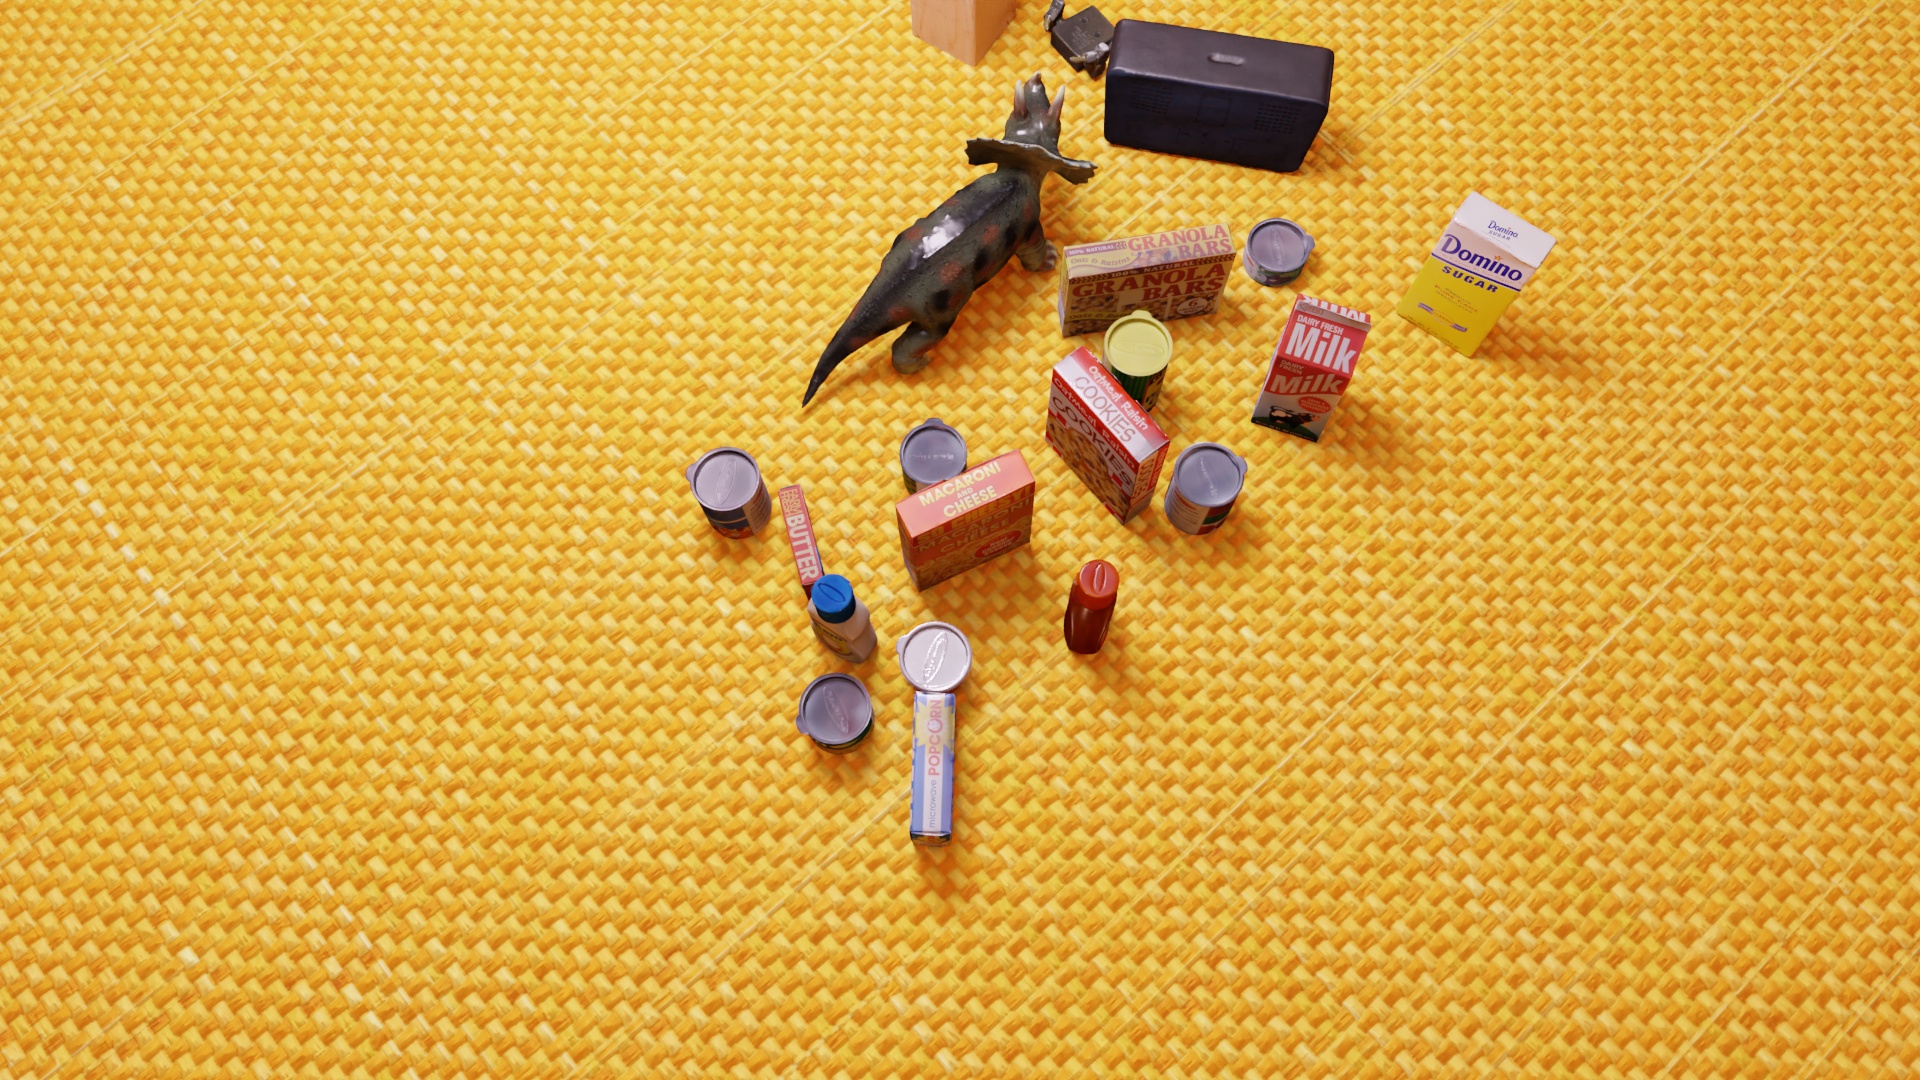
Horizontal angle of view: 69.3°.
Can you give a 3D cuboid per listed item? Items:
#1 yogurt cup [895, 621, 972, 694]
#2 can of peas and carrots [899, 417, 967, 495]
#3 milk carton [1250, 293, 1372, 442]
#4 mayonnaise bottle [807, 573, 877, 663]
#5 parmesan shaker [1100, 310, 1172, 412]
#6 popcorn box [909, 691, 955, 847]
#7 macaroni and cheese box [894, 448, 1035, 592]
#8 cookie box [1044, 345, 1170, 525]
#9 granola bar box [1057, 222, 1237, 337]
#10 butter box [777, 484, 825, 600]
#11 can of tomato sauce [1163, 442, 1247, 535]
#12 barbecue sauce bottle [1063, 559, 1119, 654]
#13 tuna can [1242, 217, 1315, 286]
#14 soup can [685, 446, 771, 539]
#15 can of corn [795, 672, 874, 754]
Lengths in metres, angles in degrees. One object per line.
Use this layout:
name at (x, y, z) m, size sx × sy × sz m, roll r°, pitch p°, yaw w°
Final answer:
yogurt cup at (-0.023, 0.115, 1.302) m, size 0.072 × 0.053 × 0.072 m, roll 0°, pitch 70°, yaw 1°
can of peas and carrots at (-0.026, -0.077, 1.369) m, size 0.071 × 0.058 × 0.071 m, roll 0°, pitch 70°, yaw 1°
milk carton at (0.337, -0.172, 1.330) m, size 0.072 × 0.190 × 0.073 m, roll 19°, pitch 72°, yaw 7°
mayonnaise bottle at (-0.111, 0.069, 1.270) m, size 0.065 × 0.147 × 0.041 m, roll 32°, pitch 74°, yaw 11°
parmesan shaker at (0.172, -0.173, 1.378) m, size 0.071 × 0.102 × 0.071 m, roll 0°, pitch 71°, yaw 1°
popcorn box at (-0.024, 0.207, 1.252) m, size 0.038 × 0.085 × 0.127 m, roll 1°, pitch 70°, yaw 1°
macaroni and cheese box at (0.005, -0.016, 1.290) m, size 0.124 × 0.166 × 0.040 m, roll -25°, pitch 72°, yaw -8°
cookie box at (0.136, -0.097, 1.317) m, size 0.040 × 0.167 × 0.123 m, roll -37°, pitch 74°, yaw -11°
granola bar box at (0.183, -0.262, 1.399) m, size 0.166 × 0.124 × 0.039 m, roll -9°, pitch 71°, yaw -3°
butter box at (-0.152, 0.002, 1.345) m, size 0.024 × 0.053 × 0.104 m, roll -15°, pitch 71°, yaw -5°
can of tomato sauce at (0.236, -0.050, 1.344) m, size 0.071 × 0.083 × 0.071 m, roll 0°, pitch 70°, yaw 1°
barbecue sauce bottle at (0.120, 0.057, 1.271) m, size 0.044 × 0.148 × 0.065 m, roll 9°, pitch 71°, yaw 4°
tuna can at (0.334, -0.303, 1.461) m, size 0.071 × 0.032 × 0.071 m, roll 0°, pitch 70°, yaw 1°
soup can at (-0.224, -0.046, 1.346) m, size 0.071 × 0.083 × 0.071 m, roll 0°, pitch 70°, yaw 1°
can of corn at (-0.116, 0.162, 1.284) m, size 0.071 × 0.058 × 0.071 m, roll 0°, pitch 70°, yaw 1°
